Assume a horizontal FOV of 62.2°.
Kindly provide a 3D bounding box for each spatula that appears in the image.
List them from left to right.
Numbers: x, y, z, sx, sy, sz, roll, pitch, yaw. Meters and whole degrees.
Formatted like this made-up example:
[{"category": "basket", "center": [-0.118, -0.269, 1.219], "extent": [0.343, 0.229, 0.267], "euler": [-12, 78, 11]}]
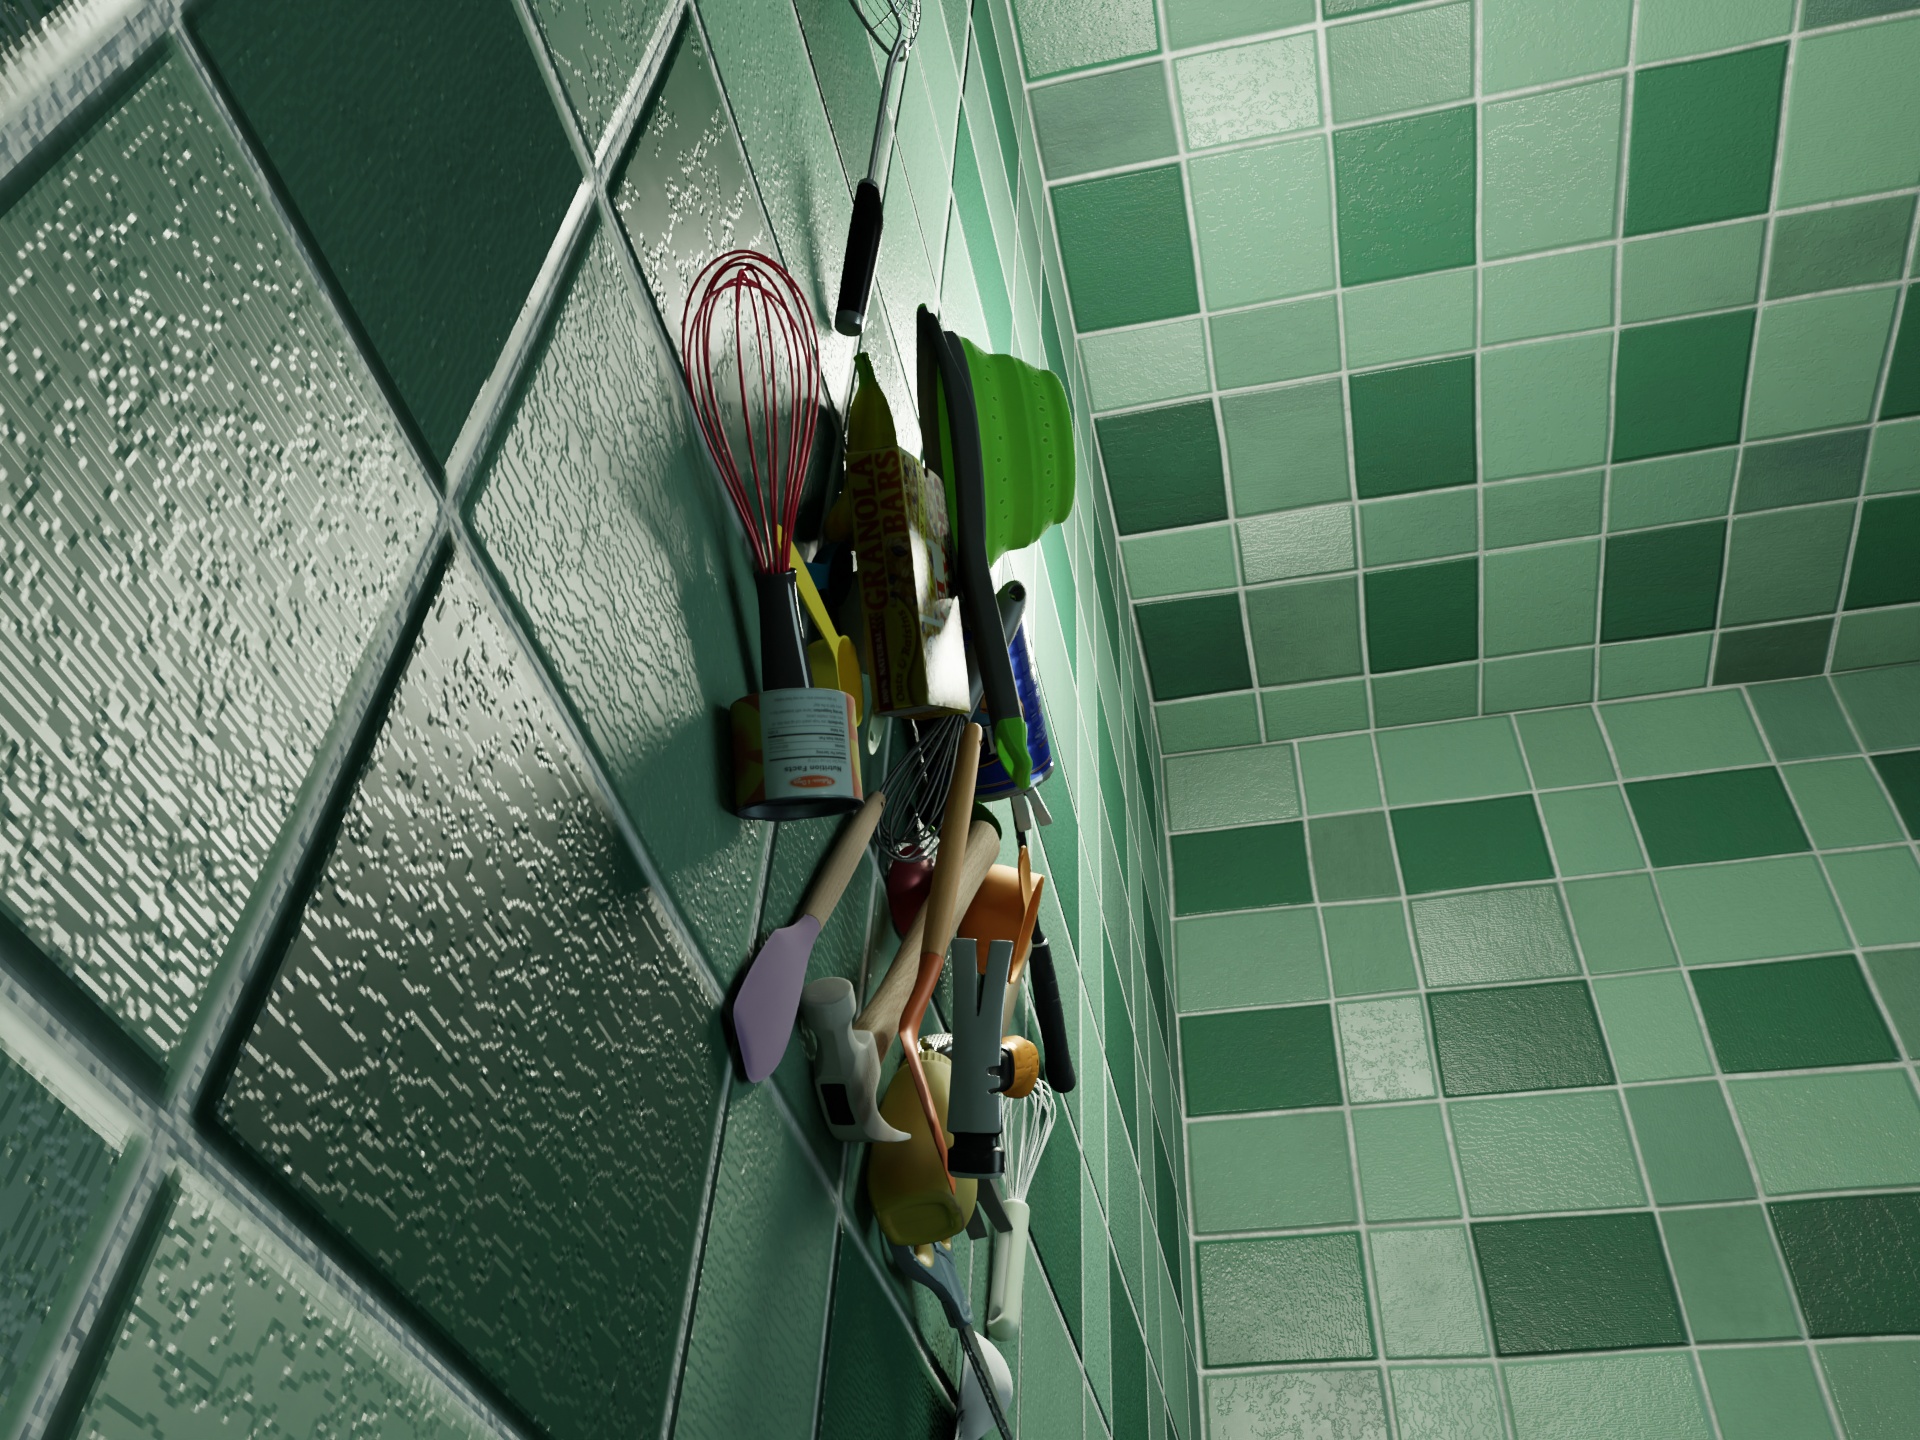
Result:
[{"category": "spatula", "center": [-0.081, 0.108, 0.913], "extent": [0.316, 0.018, 0.059], "euler": [-66, 148, -67]}, {"category": "spatula", "center": [-0.005, 0.128, 0.983], "extent": [0.080, 0.041, 0.323], "euler": [78, 17, -48]}]

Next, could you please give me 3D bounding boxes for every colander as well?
[{"category": "colander", "center": [0.042, -0.127, 1.099], "extent": [0.204, 0.094, 0.398], "euler": [92, -10, -54]}]

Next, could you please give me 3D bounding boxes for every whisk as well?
[{"category": "whisk", "center": [-0.101, -0.099, 0.852], "extent": [0.073, 0.073, 0.295], "euler": [-59, 145, -73]}, {"category": "whisk", "center": [-0.001, -0.003, 1.131], "extent": [0.239, 0.055, 0.055], "euler": [-65, 155, -24]}, {"category": "whisk", "center": [0.045, 0.394, 1.310], "extent": [0.059, 0.058, 0.247], "euler": [38, 35, -22]}]

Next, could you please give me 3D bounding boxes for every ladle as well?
[{"category": "ladle", "center": [-0.007, 0.141, 1.251], "extent": [0.315, 0.031, 0.069], "euler": [40, 48, -76]}]

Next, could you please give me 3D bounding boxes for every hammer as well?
[{"category": "hammer", "center": [-0.026, 0.153, 1.032], "extent": [0.331, 0.031, 0.130], "euler": [-55, 139, -63]}, {"category": "hammer", "center": [0.026, 0.254, 1.275], "extent": [0.411, 0.038, 0.146], "euler": [-52, 125, -77]}, {"category": "hammer", "center": [0.026, 0.212, 1.011], "extent": [0.336, 0.034, 0.127], "euler": [62, 29, -77]}, {"category": "hammer", "center": [0.075, 0.201, 1.528], "extent": [0.149, 0.036, 0.408], "euler": [-117, -166, -58]}]

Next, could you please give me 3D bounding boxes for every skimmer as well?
[{"category": "skimmer", "center": [-0.090, -0.459, 1.221], "extent": [0.127, 0.090, 0.363], "euler": [60, 35, -69]}]

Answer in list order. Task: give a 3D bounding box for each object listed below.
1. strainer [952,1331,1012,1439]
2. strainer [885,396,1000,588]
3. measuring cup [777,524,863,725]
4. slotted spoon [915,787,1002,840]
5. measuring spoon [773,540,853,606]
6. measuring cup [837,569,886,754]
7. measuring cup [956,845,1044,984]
[{"category": "strainer", "center": [-0.004, 0.471, 1.014], "extent": [0.258, 0.050, 0.087], "euler": [-52, 148, -70]}, {"category": "strainer", "center": [-0.014, -0.177, 1.309], "extent": [0.256, 0.069, 0.152], "euler": [69, 17, -55]}, {"category": "measuring cup", "center": [-0.093, -0.055, 0.942], "extent": [0.156, 0.029, 0.062], "euler": [68, 18, -45]}, {"category": "slotted spoon", "center": [0.013, 0.117, 1.316], "extent": [0.313, 0.070, 0.031], "euler": [68, 40, -69]}, {"category": "measuring spoon", "center": [-0.099, -0.089, 0.973], "extent": [0.128, 0.021, 0.042], "euler": [-22, 118, -70]}, {"category": "measuring cup", "center": [-0.063, -0.037, 1.056], "extent": [0.168, 0.038, 0.083], "euler": [-82, 160, -46]}, {"category": "measuring cup", "center": [0.027, 0.134, 1.205], "extent": [0.173, 0.052, 0.095], "euler": [85, 22, -57]}]
